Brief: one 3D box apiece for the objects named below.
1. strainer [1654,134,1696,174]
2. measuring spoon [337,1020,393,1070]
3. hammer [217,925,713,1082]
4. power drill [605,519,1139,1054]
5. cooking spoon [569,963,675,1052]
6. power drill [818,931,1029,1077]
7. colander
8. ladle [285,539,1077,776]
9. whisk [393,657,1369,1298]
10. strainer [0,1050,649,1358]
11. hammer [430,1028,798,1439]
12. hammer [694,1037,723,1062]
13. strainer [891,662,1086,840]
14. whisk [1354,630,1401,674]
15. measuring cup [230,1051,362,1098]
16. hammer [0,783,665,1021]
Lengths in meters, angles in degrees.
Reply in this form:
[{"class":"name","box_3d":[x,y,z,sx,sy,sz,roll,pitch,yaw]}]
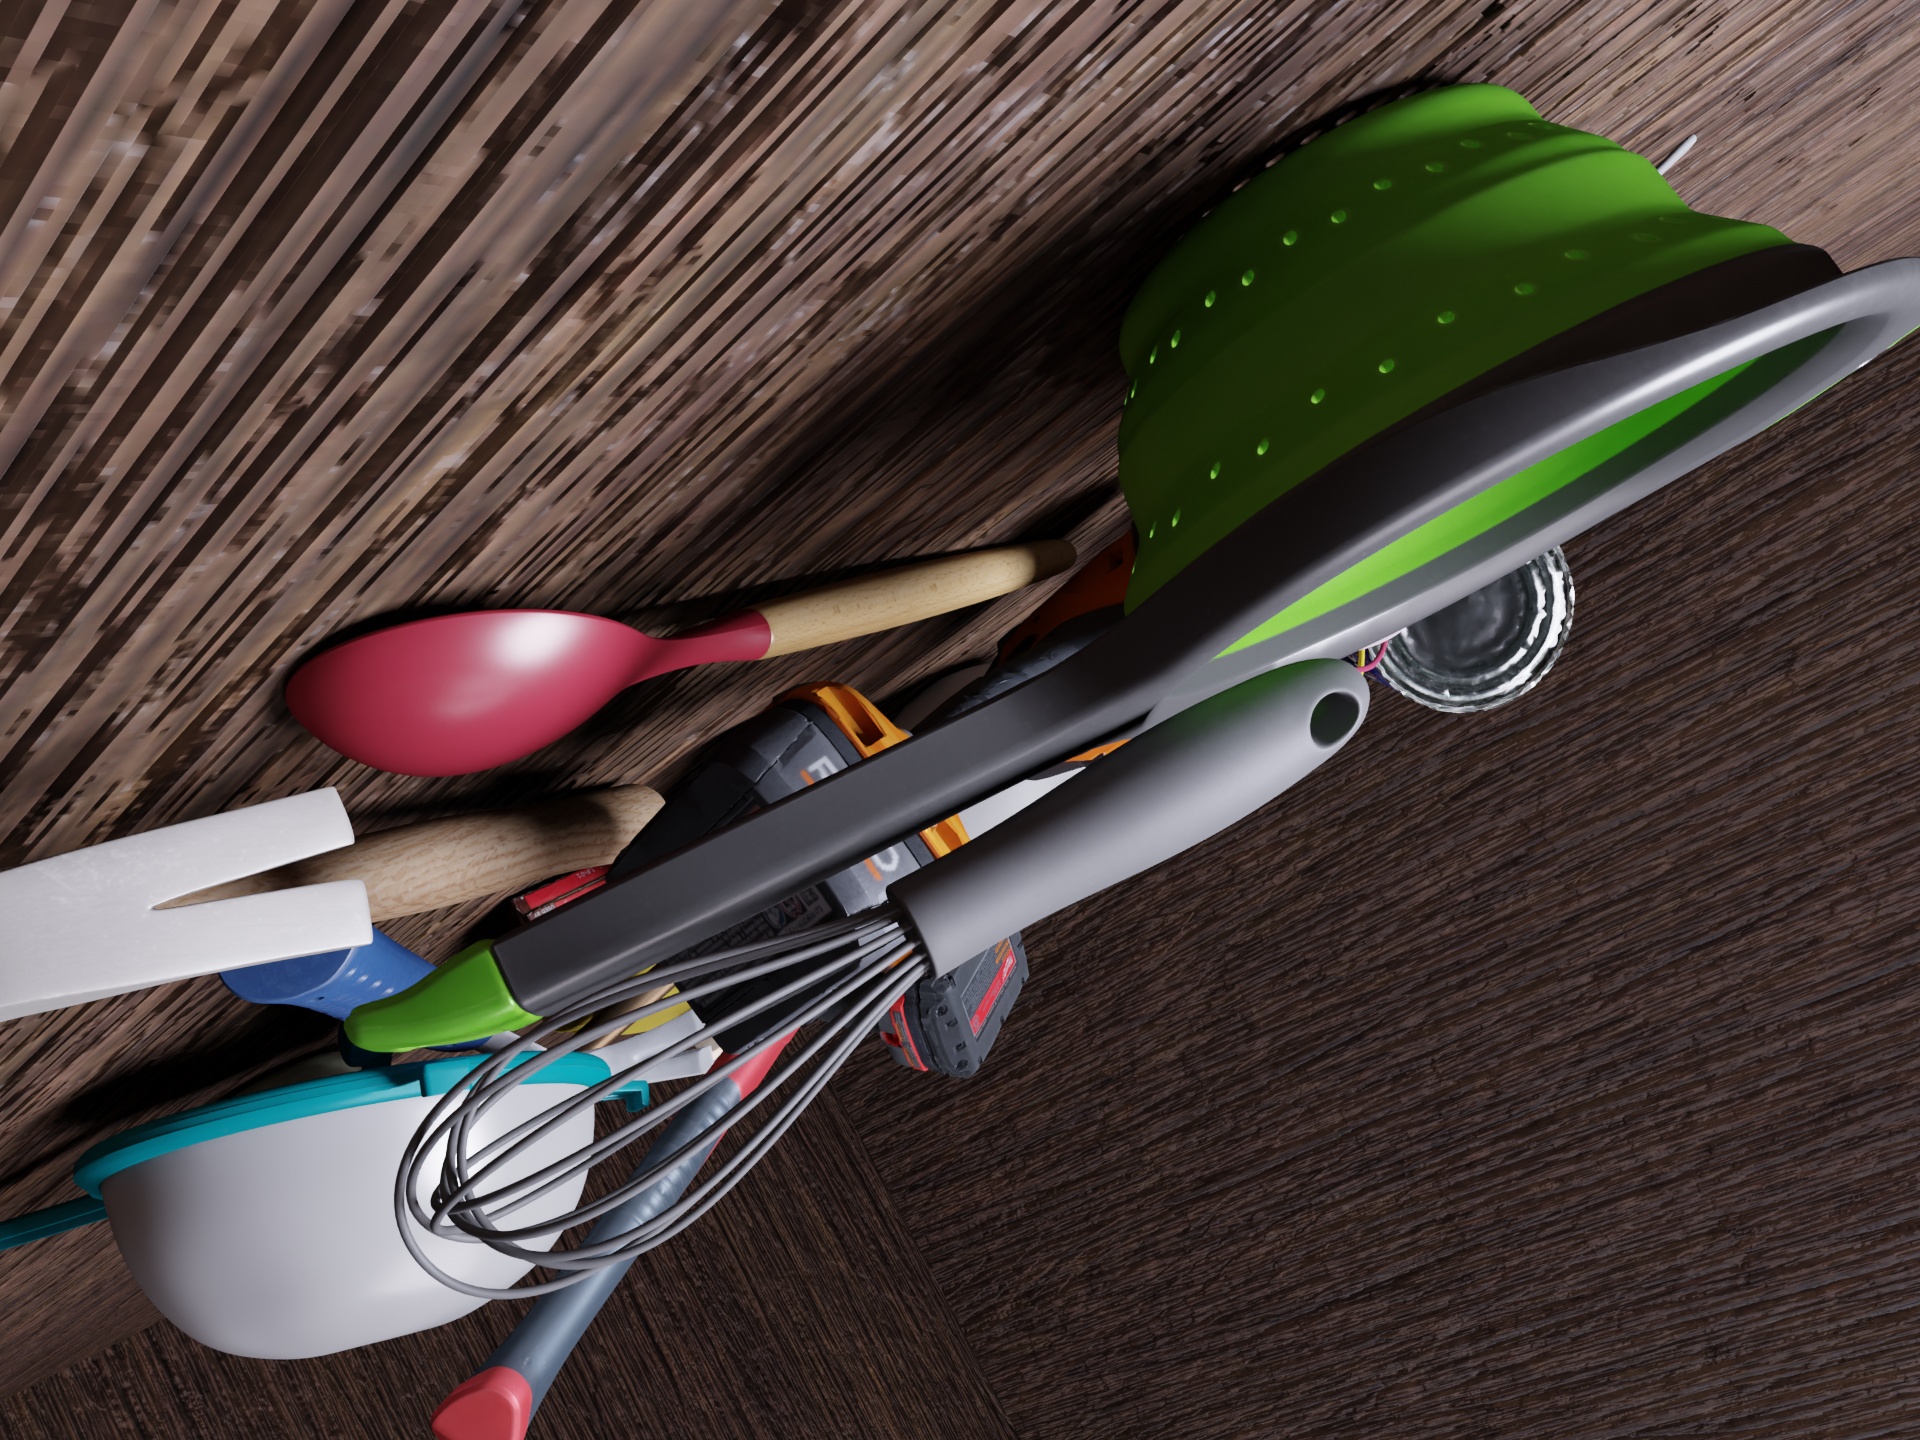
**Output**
[{"class":"strainer","box_3d":[0.154,-0.114,0.574,0.087,0.050,0.258,-25,166,-50]},{"class":"measuring spoon","box_3d":[-0.281,0.160,0.745,0.042,0.021,0.128,-34,164,-44]},{"class":"hammer","box_3d":[-0.197,0.128,0.662,0.144,0.035,0.405,-12,162,-5]},{"class":"power drill","box_3d":[-0.003,0.015,0.537,0.226,0.084,0.164,-33,175,-40]},{"class":"cooking spoon","box_3d":[-0.159,0.137,0.892,0.319,0.017,0.068,-41,154,-9]},{"class":"power drill","box_3d":[-0.075,0.160,1.063,0.220,0.078,0.143,1,-145,28]},{"class":"colander","box_3d":[0.032,-0.047,0.374,0.397,0.094,0.204,-26,171,-7]},{"class":"ladle","box_3d":[-0.045,-0.029,0.455,0.069,0.031,0.315,-28,176,34]},{"class":"whisk","box_3d":[-0.008,0.048,0.343,0.239,0.055,0.055,-29,172,-13]},{"class":"strainer","box_3d":[-0.305,0.226,0.665,0.340,0.095,0.210,-17,162,6]},{"class":"hammer","box_3d":[-0.113,0.177,0.762,0.386,0.038,0.143,-53,179,-39]},{"class":"hammer","box_3d":[0.006,0.072,0.974,0.410,0.038,0.146,-37,167,-13]},{"class":"strainer","box_3d":[-0.039,0.041,0.726,0.256,0.069,0.152,-28,-155,14]},{"class":"whisk","box_3d":[0.170,-0.071,0.673,0.051,0.047,0.245,-49,-179,33]},{"class":"measuring cup","box_3d":[-0.374,0.218,0.814,0.167,0.038,0.083,-29,172,15]},{"class":"hammer","box_3d":[-0.155,0.041,0.423,0.130,0.031,0.331,-15,178,13]}]
